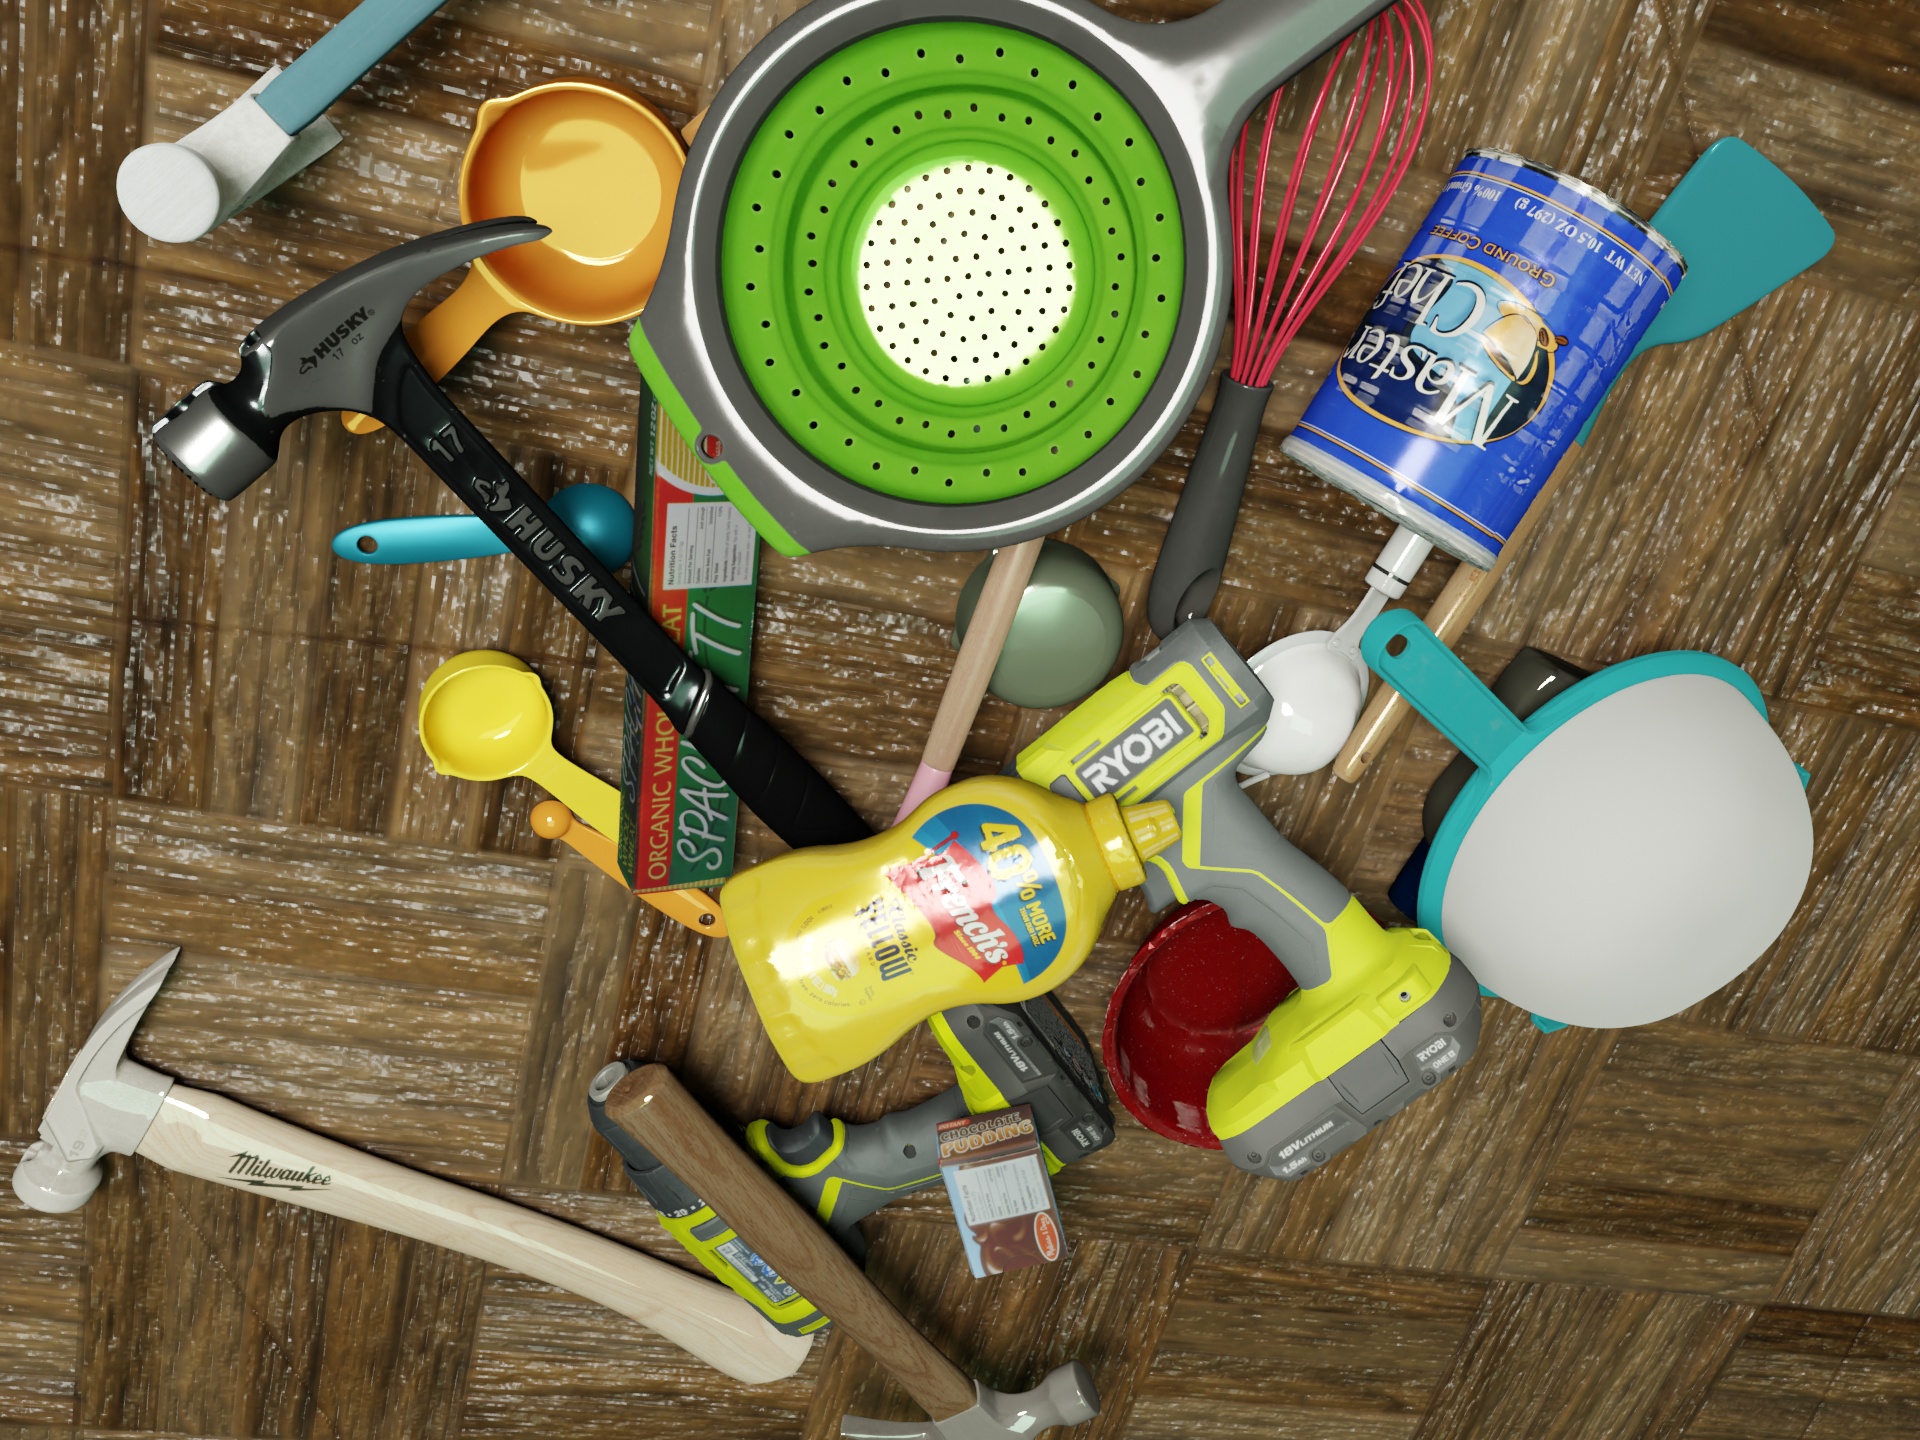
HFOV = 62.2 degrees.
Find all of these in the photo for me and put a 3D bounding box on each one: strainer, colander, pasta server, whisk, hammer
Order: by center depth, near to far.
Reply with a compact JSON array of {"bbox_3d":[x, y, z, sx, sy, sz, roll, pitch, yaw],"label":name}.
[{"bbox_3d":[-0.150,-0.284,0.547,0.331,0.128,0.033,-41,116,1],"label":"hammer"},{"bbox_3d":[0.065,-0.217,0.595,0.397,0.094,0.204,-34,99,12],"label":"colander"},{"bbox_3d":[-0.120,-0.024,0.666,0.149,0.036,0.408,-43,129,-5],"label":"hammer"},{"bbox_3d":[0.127,-0.163,0.675,0.073,0.073,0.295,6,120,-12],"label":"whisk"},{"bbox_3d":[-0.001,-0.002,0.698,0.060,0.040,0.316,20,107,-4],"label":"pasta server"},{"bbox_3d":[0.296,0.051,0.733,0.211,0.095,0.340,-48,131,10],"label":"strainer"},{"bbox_3d":[0.196,-0.058,0.746,0.086,0.050,0.258,19,109,-34],"label":"strainer"},{"bbox_3d":[-0.065,0.284,0.797,0.130,0.031,0.331,-30,119,12],"label":"hammer"},{"bbox_3d":[-0.253,0.254,0.826,0.410,0.038,0.146,28,107,-21],"label":"hammer"}]

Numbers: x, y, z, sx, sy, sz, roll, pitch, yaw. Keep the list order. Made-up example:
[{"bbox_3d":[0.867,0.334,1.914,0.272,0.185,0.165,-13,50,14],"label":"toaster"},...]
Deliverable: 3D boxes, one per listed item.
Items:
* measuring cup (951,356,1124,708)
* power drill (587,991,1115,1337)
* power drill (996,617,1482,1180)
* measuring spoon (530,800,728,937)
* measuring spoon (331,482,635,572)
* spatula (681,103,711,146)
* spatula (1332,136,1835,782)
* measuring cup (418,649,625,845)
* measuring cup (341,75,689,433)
[{"bbox_3d":[0.026,-0.079,0.706,0.083,0.038,0.167,-18,119,0],"label":"measuring cup"},{"bbox_3d":[-0.056,0.203,0.811,0.228,0.080,0.190,-31,118,10],"label":"power drill"},{"bbox_3d":[0.113,0.089,0.729,0.171,0.080,0.223,-39,92,11],"label":"power drill"},{"bbox_3d":[-0.157,0.075,0.767,0.116,0.011,0.021,37,105,-23],"label":"measuring spoon"},{"bbox_3d":[-0.203,-0.076,0.680,0.128,0.021,0.042,-5,116,-8],"label":"measuring spoon"},{"bbox_3d":[0.024,-0.314,0.591,0.322,0.041,0.081,-34,92,10],"label":"spatula"},{"bbox_3d":[0.264,-0.103,0.717,0.082,0.044,0.317,28,98,-25],"label":"spatula"},{"bbox_3d":[-0.183,0.023,0.735,0.062,0.029,0.156,-44,127,4],"label":"measuring cup"},{"bbox_3d":[-0.176,-0.176,0.621,0.173,0.052,0.095,-38,115,14],"label":"measuring cup"}]
